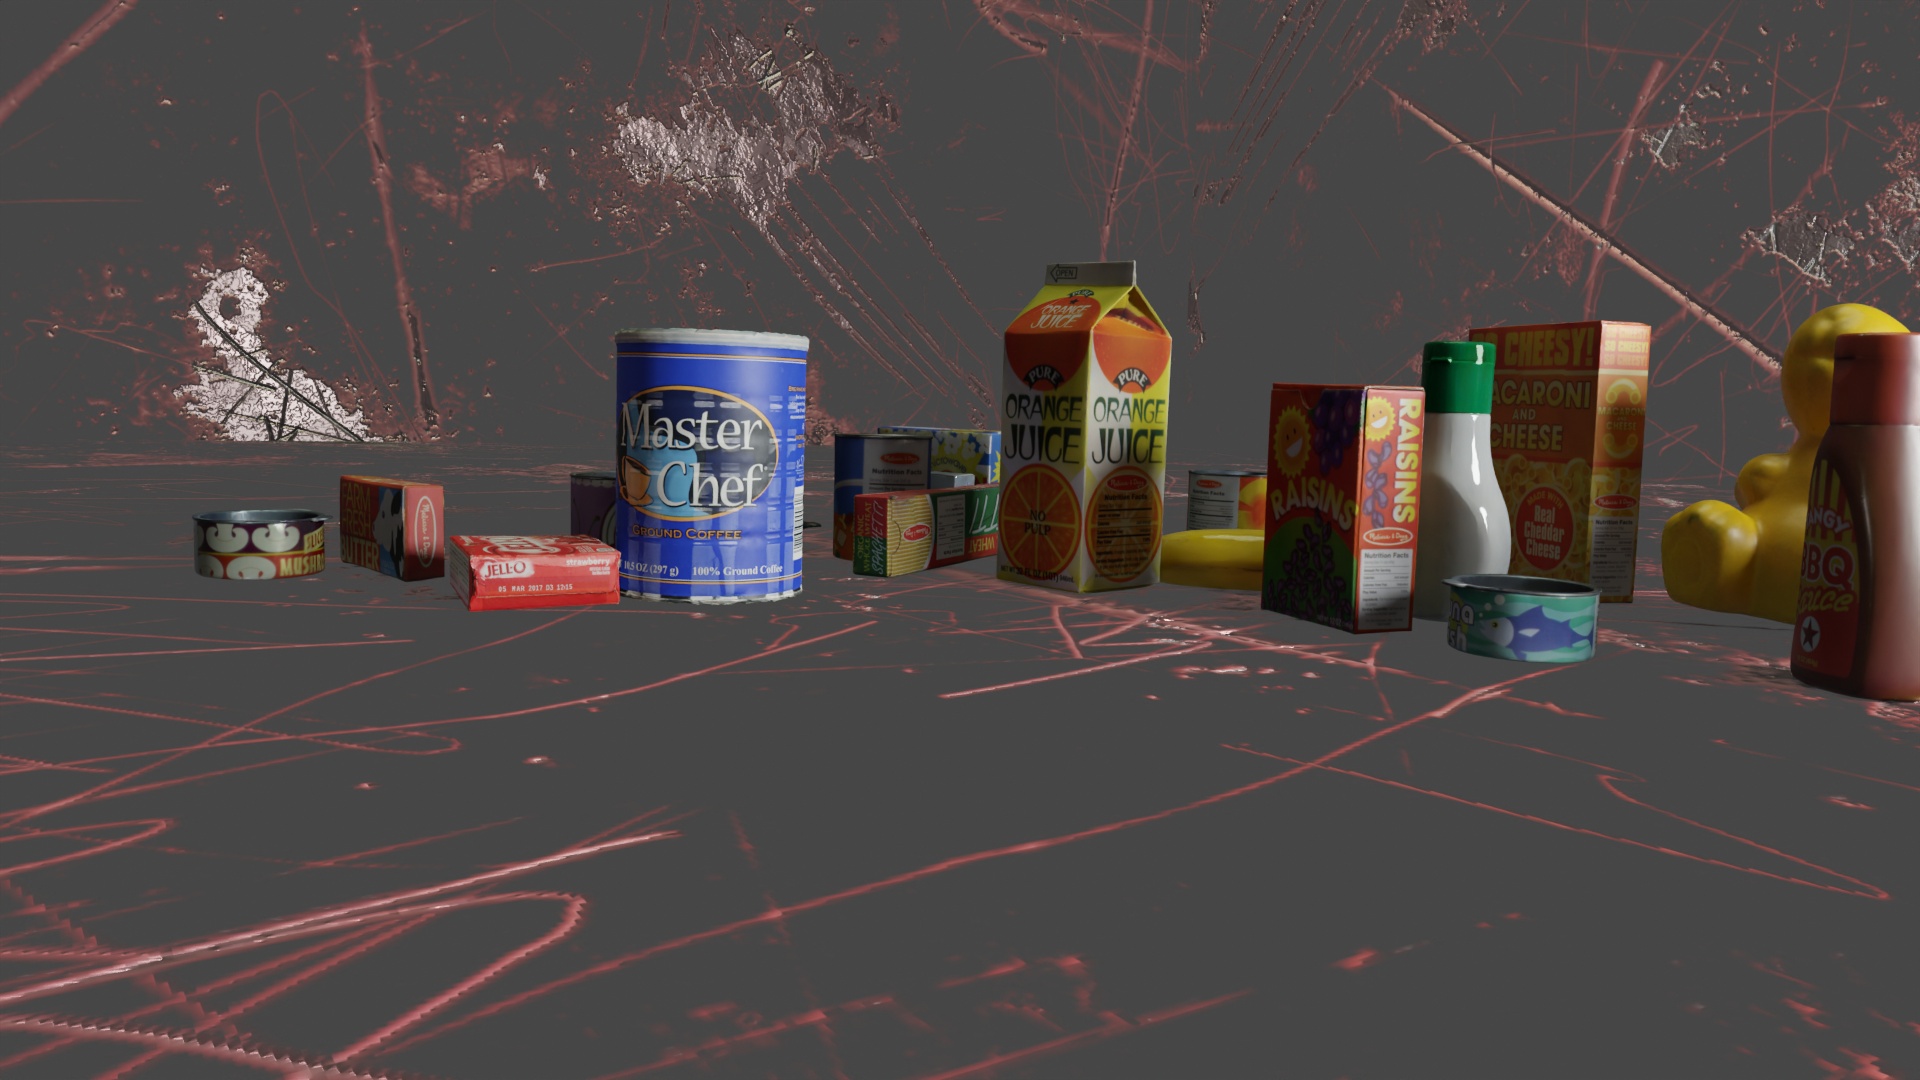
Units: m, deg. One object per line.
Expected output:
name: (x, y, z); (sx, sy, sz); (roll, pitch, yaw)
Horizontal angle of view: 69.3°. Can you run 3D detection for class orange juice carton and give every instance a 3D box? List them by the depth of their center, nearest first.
orange juice carton: (0.074, -0.069, 0.828); (0.073, 0.192, 0.072); (-3, 7, -42)

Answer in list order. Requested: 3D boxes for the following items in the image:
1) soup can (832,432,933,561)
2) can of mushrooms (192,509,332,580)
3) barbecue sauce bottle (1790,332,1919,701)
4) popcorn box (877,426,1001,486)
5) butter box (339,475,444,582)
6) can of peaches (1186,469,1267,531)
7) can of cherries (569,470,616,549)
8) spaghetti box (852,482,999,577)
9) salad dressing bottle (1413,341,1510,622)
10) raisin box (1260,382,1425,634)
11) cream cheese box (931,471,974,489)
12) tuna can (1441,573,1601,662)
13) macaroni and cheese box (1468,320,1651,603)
soup can: (-0.054, -0.030, 0.940); (0.071, 0.083, 0.071); (2, 6, 0)
can of mushrooms: (-0.387, 0.001, 0.773); (0.071, 0.033, 0.071); (2, 6, 0)
barbecue sauce bottle: (0.379, -0.011, 0.577); (0.044, 0.148, 0.065); (2, 5, 6)
popcorn box: (-0.011, -0.046, 1.096); (0.126, 0.085, 0.038); (7, 7, 42)
butter box: (-0.327, -0.009, 0.796); (0.024, 0.053, 0.103); (-3, 8, -42)
can of peaches: (0.215, -0.026, 1.106); (0.071, 0.058, 0.071); (2, 6, 0)
can of cherries: (-0.199, -0.011, 0.833); (0.071, 0.058, 0.071); (2, 6, 0)
spaghetti box: (0.003, -0.012, 0.942); (0.028, 0.050, 0.251); (5, 7, 27)
salad dressing bottle: (0.263, -0.032, 0.743); (0.044, 0.147, 0.064); (-3, 7, -41)
raisin box: (0.195, -0.019, 0.718); (0.040, 0.123, 0.086); (0, 6, -19)
cream cheese box: (-0.034, -0.028, 1.067); (0.104, 0.053, 0.024); (7, 8, 43)
tuna can: (0.260, 0.036, 0.649); (0.071, 0.032, 0.071); (2, 6, 0)
macaroni and cheese box: (0.368, -0.051, 0.872); (0.040, 0.166, 0.124); (0, 6, -17)
